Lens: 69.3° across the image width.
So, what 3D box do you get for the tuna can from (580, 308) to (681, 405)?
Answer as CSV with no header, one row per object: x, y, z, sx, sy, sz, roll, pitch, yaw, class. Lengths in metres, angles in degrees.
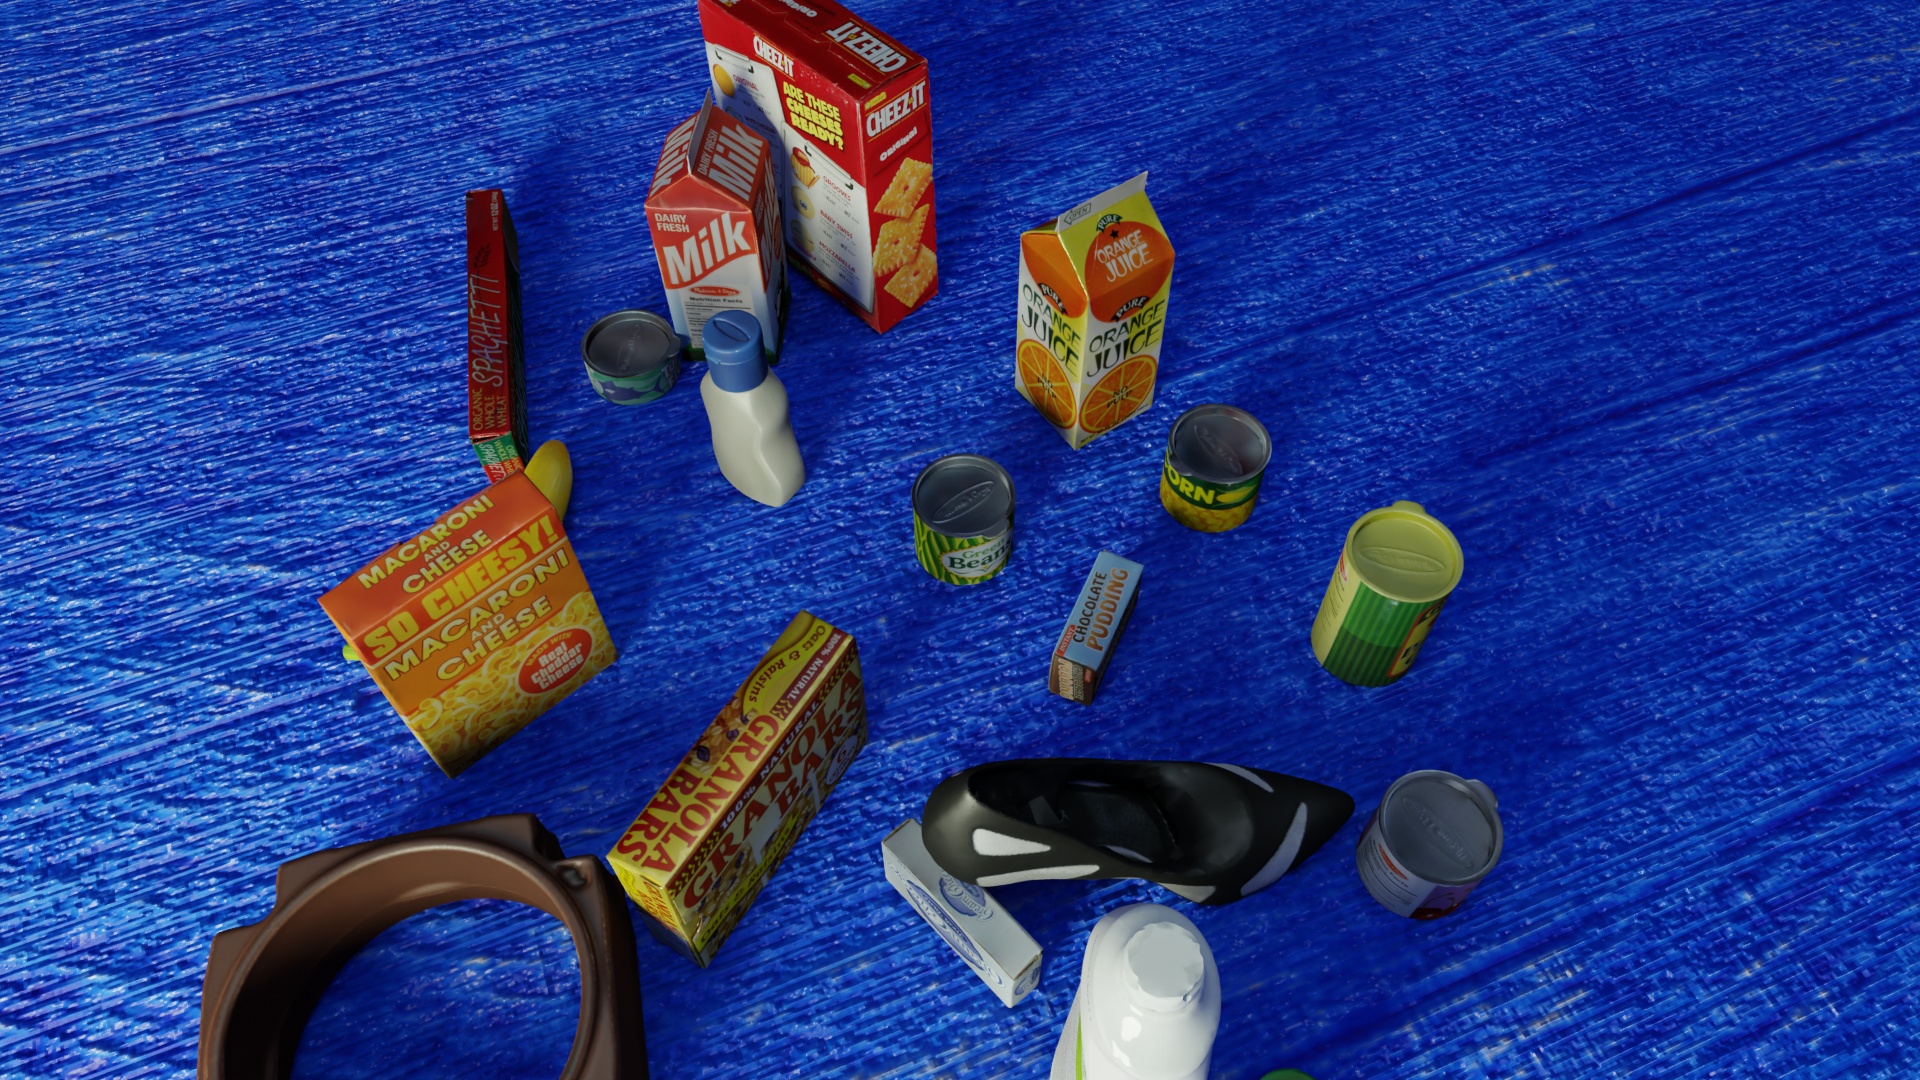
-0.233,-0.131,0.995,0.071,0.032,0.071,0,55,0,tuna can

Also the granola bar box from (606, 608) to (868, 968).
-0.112,0.136,0.753,0.039,0.123,0.166,26,59,17,granola bar box

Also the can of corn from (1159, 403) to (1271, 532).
0.165,-0.046,0.918,0.071,0.058,0.071,0,55,0,can of corn

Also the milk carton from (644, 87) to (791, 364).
-0.166,-0.211,0.955,0.073,0.189,0.073,3,55,3,milk carton

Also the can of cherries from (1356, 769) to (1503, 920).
0.260,0.168,0.768,0.071,0.058,0.072,0,55,0,can of cherries

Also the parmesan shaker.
0.255,0.034,0.835,0.071,0.102,0.071,0,55,0,parmesan shaker

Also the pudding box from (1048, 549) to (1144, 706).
0.083,0.053,0.855,0.030,0.049,0.084,20,58,14,pudding box

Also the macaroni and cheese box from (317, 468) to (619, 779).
-0.271,0.051,0.788,0.124,0.165,0.040,-38,63,-23,macaroni and cheese box

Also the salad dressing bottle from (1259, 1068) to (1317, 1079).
0.140,0.279,0.638,0.044,0.147,0.064,38,64,23,salad dressing bottle

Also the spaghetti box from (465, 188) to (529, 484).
-0.335,-0.152,1.000,0.029,0.050,0.251,-10,56,-7,spaghetti box

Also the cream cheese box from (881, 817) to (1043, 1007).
0.001,0.201,0.750,0.024,0.053,0.104,-38,63,-23,cream cheese box

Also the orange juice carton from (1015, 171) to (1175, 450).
0.087,-0.155,0.913,0.072,0.191,0.073,-30,60,-19,orange juice carton

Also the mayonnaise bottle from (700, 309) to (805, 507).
-0.136,-0.085,0.892,0.065,0.147,0.041,32,62,21,mayonnaise bottle

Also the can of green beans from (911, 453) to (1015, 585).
0.002,-0.013,0.896,0.071,0.057,0.071,0,55,0,can of green beans
